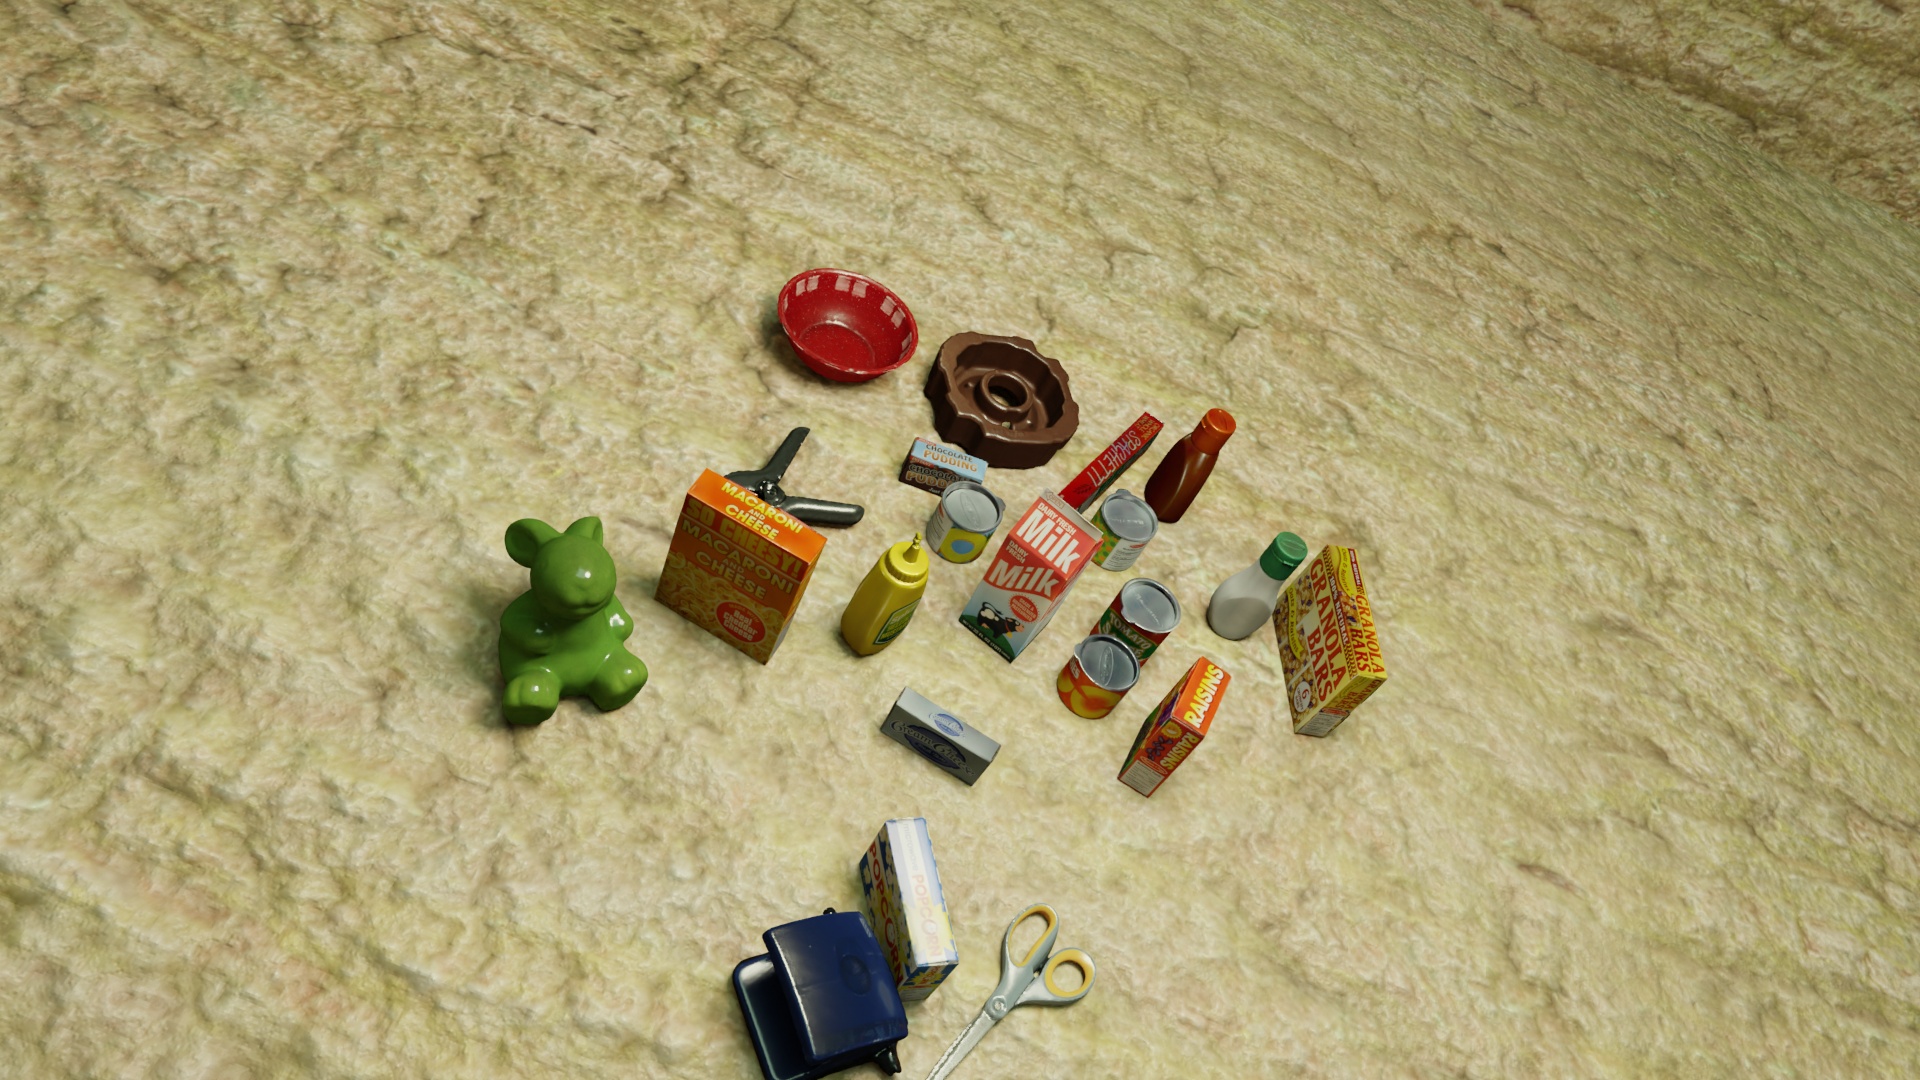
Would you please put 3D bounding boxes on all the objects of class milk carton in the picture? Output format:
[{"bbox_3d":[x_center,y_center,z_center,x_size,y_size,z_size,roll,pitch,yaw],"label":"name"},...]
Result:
[{"bbox_3d":[0.074,0.028,1.343,0.072,0.189,0.074,39,48,9],"label":"milk carton"}]

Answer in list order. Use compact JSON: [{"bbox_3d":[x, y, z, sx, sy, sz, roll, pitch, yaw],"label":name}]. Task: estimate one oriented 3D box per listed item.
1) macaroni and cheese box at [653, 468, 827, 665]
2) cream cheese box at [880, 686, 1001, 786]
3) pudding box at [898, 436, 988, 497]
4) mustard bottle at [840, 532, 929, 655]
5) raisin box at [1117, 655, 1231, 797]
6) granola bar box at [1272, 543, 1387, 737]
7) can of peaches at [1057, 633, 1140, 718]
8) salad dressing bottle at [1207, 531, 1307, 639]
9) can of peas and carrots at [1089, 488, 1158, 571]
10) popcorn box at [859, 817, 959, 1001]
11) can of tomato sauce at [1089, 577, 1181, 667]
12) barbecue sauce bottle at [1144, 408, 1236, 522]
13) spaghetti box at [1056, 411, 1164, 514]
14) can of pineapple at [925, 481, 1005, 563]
[{"bbox_3d":[-0.199,0.025,1.239,0.124,0.165,0.040,30,48,1],"label":"macaroni and cheese box"},{"bbox_3d":[-0.019,0.180,1.272,0.104,0.053,0.024,32,48,2],"label":"cream cheese box"},{"bbox_3d":[-0.018,-0.074,1.478,0.084,0.049,0.030,20,48,-8],"label":"pudding box"},{"bbox_3d":[-0.063,0.045,1.288,0.065,0.159,0.049,-29,70,-38],"label":"mustard bottle"},{"bbox_3d":[0.204,0.178,1.326,0.040,0.122,0.086,33,48,3],"label":"raisin box"},{"bbox_3d":[0.387,0.106,1.466,0.039,0.123,0.166,12,50,-16],"label":"granola bar box"},{"bbox_3d":[0.134,0.134,1.375,0.071,0.057,0.071,12,50,-15],"label":"can of peaches"},{"bbox_3d":[0.314,0.048,1.464,0.064,0.146,0.044,19,48,-9],"label":"salad dressing bottle"},{"bbox_3d":[0.171,-0.011,1.507,0.071,0.058,0.071,12,50,-15],"label":"can of peas and carrots"},{"bbox_3d":[-0.044,0.303,1.141,0.038,0.084,0.127,1,54,-24],"label":"popcorn box"},{"bbox_3d":[0.175,0.089,1.412,0.071,0.082,0.071,12,50,-15],"label":"can of tomato sauce"},{"bbox_3d":[0.256,-0.086,1.545,0.044,0.147,0.065,7,51,-19],"label":"barbecue sauce bottle"},{"bbox_3d":[0.151,-0.067,1.549,0.029,0.050,0.251,40,48,9],"label":"spaghetti box"},{"bbox_3d":[0.005,-0.018,1.439,0.071,0.057,0.071,12,50,-15],"label":"can of pineapple"}]
